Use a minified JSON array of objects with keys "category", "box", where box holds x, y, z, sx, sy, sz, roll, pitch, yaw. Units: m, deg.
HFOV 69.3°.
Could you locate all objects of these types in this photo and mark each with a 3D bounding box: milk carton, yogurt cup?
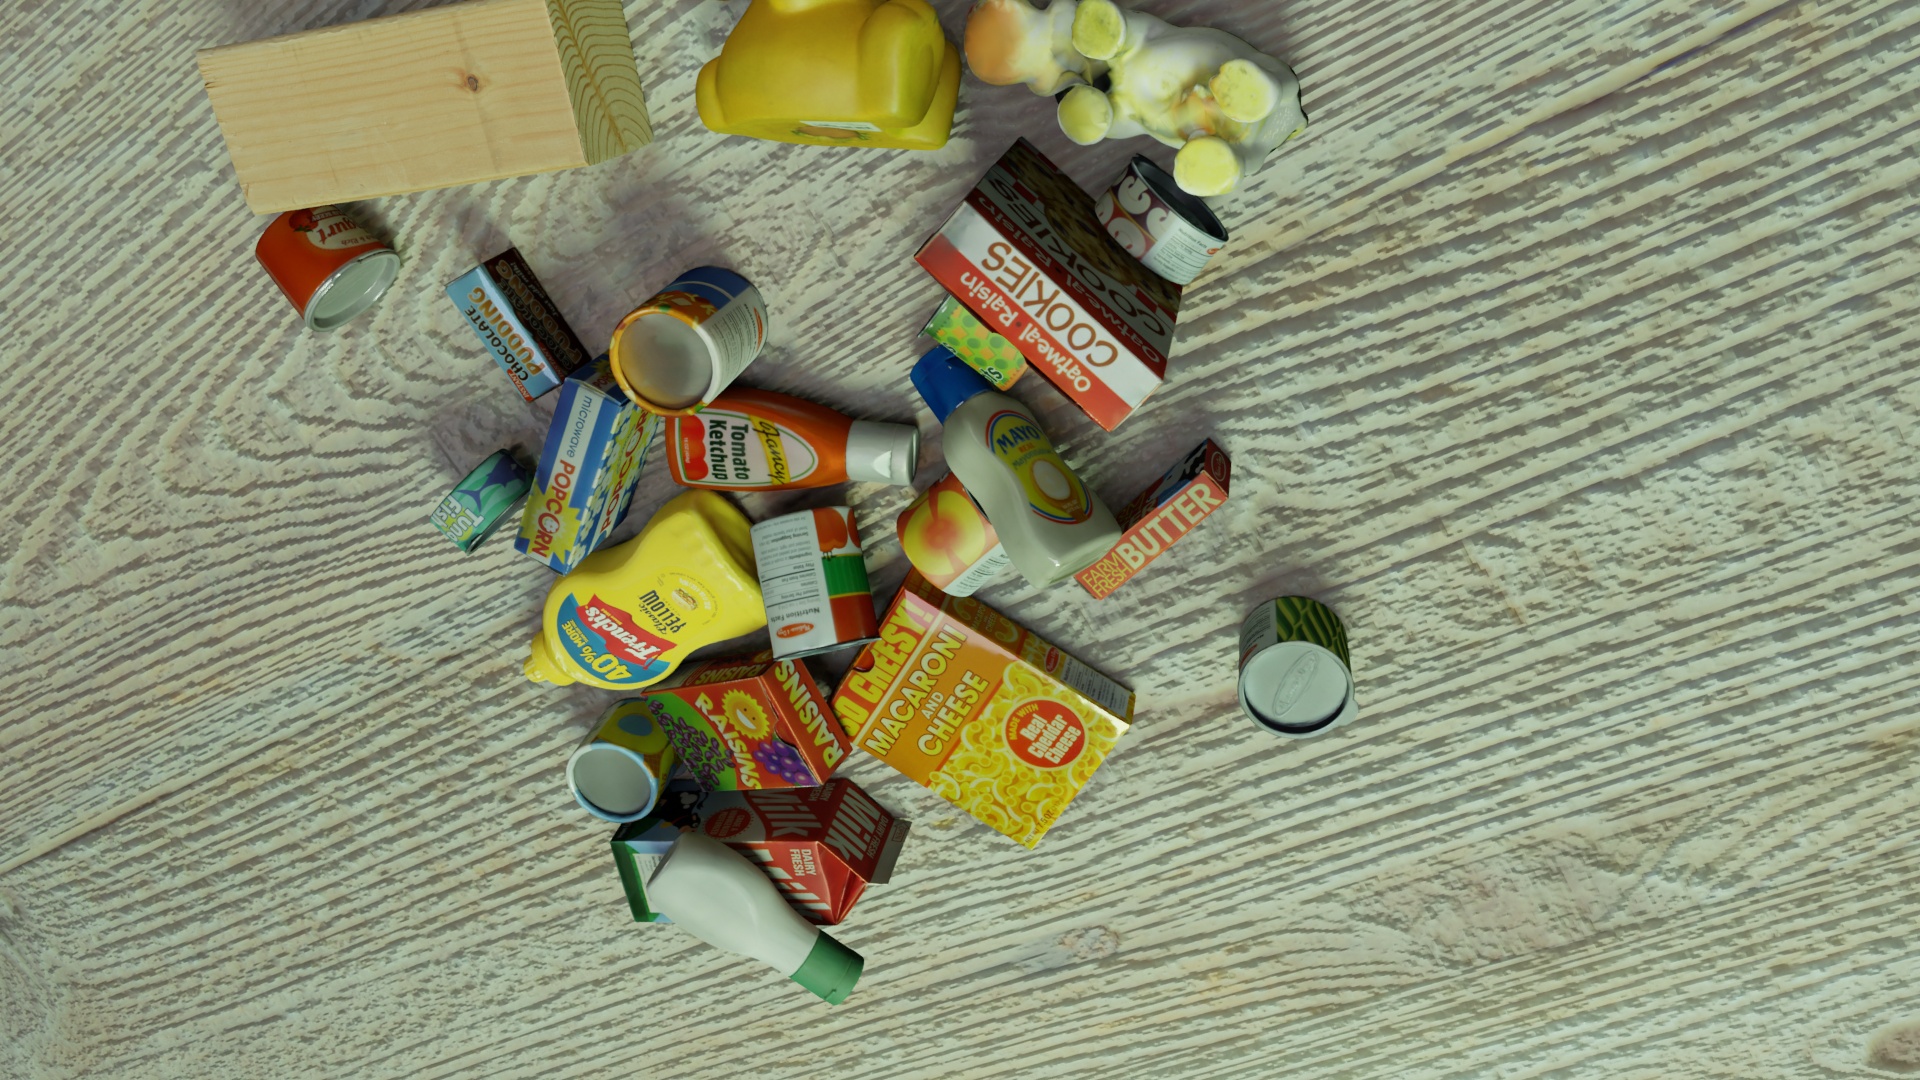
[{"category":"milk carton","box":[-0.132,0.213,0.955,0.190,0.073,0.073,-3,115,14]},{"category":"yogurt cup","box":[-0.381,-0.167,0.833,0.054,0.073,0.072,46,116,-2]}]

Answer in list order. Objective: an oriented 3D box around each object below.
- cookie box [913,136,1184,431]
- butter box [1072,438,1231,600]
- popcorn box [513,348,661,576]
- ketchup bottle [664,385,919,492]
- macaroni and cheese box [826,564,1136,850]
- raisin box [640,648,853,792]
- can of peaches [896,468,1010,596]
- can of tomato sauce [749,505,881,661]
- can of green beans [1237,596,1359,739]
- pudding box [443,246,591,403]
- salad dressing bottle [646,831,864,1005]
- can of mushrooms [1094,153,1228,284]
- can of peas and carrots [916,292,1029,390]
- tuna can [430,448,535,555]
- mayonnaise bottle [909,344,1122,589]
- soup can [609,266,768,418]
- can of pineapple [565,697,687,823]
[{"category":"cookie box","box":[0.051,-0.134,0.698,0.123,0.168,0.040,40,117,-8]},{"category":"butter box","box":[0.112,-0.012,0.808,0.024,0.053,0.103,45,115,-9]},{"category":"popcorn box","box":[-0.219,-0.053,0.839,0.038,0.085,0.126,26,118,0]},{"category":"ketchup bottle","box":[-0.100,-0.058,0.836,0.149,0.044,0.064,6,118,9]},{"category":"macaroni and cheese box","box":[0.009,0.108,0.893,0.166,0.040,0.123,31,117,-3]},{"category":"raisin box","box":[-0.141,0.118,0.906,0.123,0.040,0.086,-12,112,40]},{"category":"can of peaches","box":[0.003,-0.010,0.825,0.071,0.071,0.058,44,116,-10]},{"category":"can of tomato sauce","box":[-0.088,0.026,0.846,0.071,0.071,0.083,-14,84,18]},{"category":"can of green beans","box":[0.199,0.075,0.828,0.071,0.058,0.071,5,116,10]},{"category":"pudding box","box":[-0.264,-0.129,0.833,0.030,0.050,0.083,-26,107,20]},{"category":"salad dressing bottle","box":[-0.132,0.249,0.906,0.147,0.044,0.064,37,118,-8]},{"category":"can of mushrooms","box":[0.104,-0.169,0.730,0.071,0.071,0.033,37,118,-7]},{"category":"can of peas and carrots","box":[0.020,-0.123,0.767,0.059,0.071,0.070,36,117,-7]},{"category":"tuna can","box":[-0.302,-0.024,0.879,0.033,0.071,0.071,44,116,-9]},{"category":"mayonnaise bottle","box":[0.026,-0.046,0.784,0.148,0.065,0.041,55,140,14]},{"category":"soup can","box":[-0.157,-0.115,0.798,0.071,0.084,0.071,5,116,10]},{"category":"can of pineapple","box":[-0.227,0.152,0.953,0.071,0.058,0.070,4,116,9]}]
